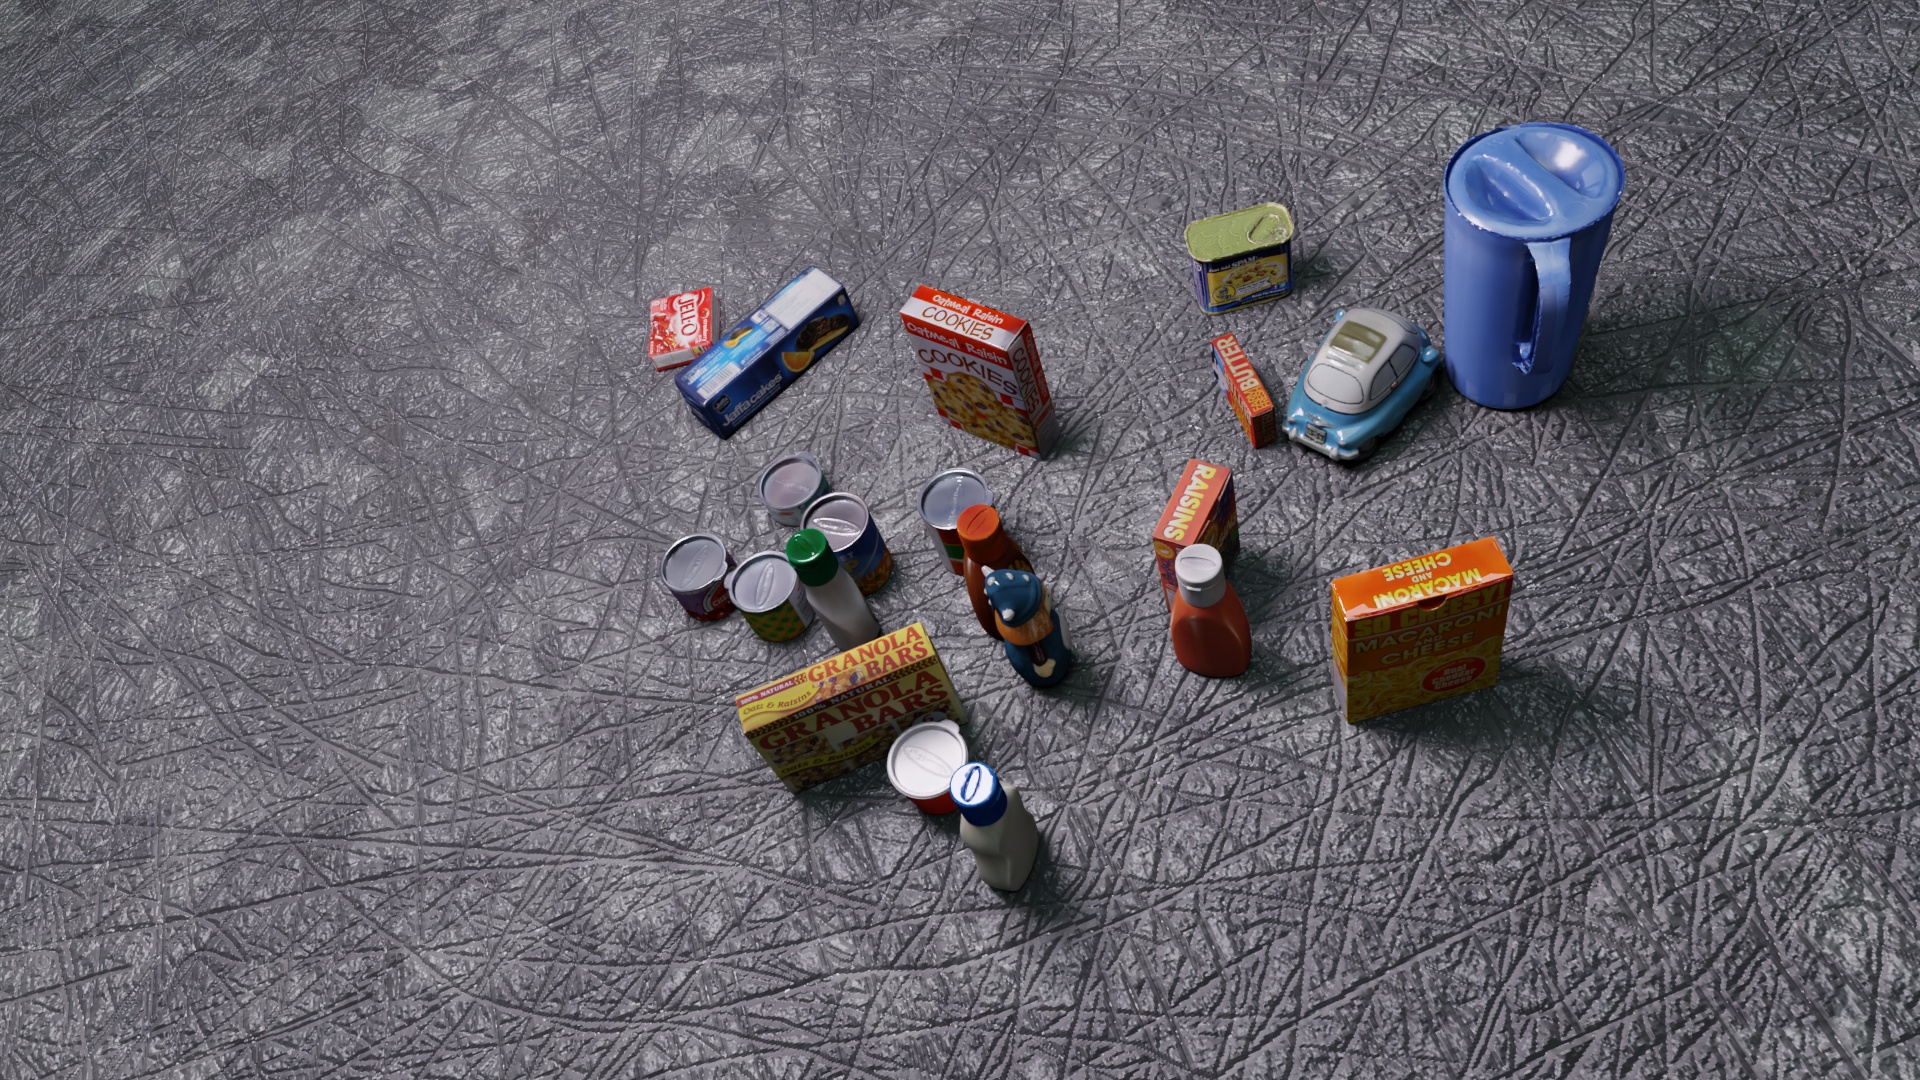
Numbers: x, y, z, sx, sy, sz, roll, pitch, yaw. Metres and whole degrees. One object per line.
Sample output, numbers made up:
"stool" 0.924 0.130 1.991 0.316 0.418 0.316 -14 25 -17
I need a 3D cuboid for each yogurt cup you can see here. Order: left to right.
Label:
"yogurt cup" -0.022 0.192 1.152 0.072 0.053 0.073 -7 55 11

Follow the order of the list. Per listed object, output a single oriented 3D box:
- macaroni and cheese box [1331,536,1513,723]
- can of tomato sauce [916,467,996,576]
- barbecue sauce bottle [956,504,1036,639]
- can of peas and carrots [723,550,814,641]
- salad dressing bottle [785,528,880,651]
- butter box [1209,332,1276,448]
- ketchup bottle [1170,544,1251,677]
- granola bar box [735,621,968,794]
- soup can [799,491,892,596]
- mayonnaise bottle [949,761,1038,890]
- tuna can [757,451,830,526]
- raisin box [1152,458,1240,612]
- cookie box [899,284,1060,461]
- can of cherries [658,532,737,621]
"macaroni and cheese box" 0.349 0.073 1.060 0.124 0.165 0.040 -16 54 5
"can of tomato sauce" 0.005 -0.016 1.270 0.071 0.082 0.071 -7 55 11
"barbecue sauce bottle" 0.030 0.024 1.194 0.044 0.148 0.065 27 67 29
"can of peas and carrots" -0.176 0.052 1.288 0.071 0.058 0.071 -7 55 11
"salad dressing bottle" -0.113 0.044 1.221 0.044 0.147 0.064 -41 56 -13
"butter box" 0.265 -0.140 1.301 0.024 0.053 0.104 -21 53 2
"ketchup bottle" 0.199 0.058 1.123 0.065 0.148 0.044 8 59 21
"granola bar box" -0.088 0.141 1.162 0.165 0.123 0.039 -22 54 0
"soup can" -0.106 0.007 1.284 0.071 0.083 0.072 -7 55 11
"mayonnaise bottle" 0.025 0.216 1.064 0.041 0.147 0.065 9 59 21
"tuna can" -0.162 -0.051 1.372 0.071 0.032 0.071 -7 55 11
"raisin box" 0.202 0.002 1.177 0.040 0.123 0.086 18 63 26
"cookie box" 0.021 -0.157 1.310 0.123 0.166 0.040 24 66 28
"can of cherries" -0.242 0.036 1.318 0.071 0.058 0.072 -7 55 11
